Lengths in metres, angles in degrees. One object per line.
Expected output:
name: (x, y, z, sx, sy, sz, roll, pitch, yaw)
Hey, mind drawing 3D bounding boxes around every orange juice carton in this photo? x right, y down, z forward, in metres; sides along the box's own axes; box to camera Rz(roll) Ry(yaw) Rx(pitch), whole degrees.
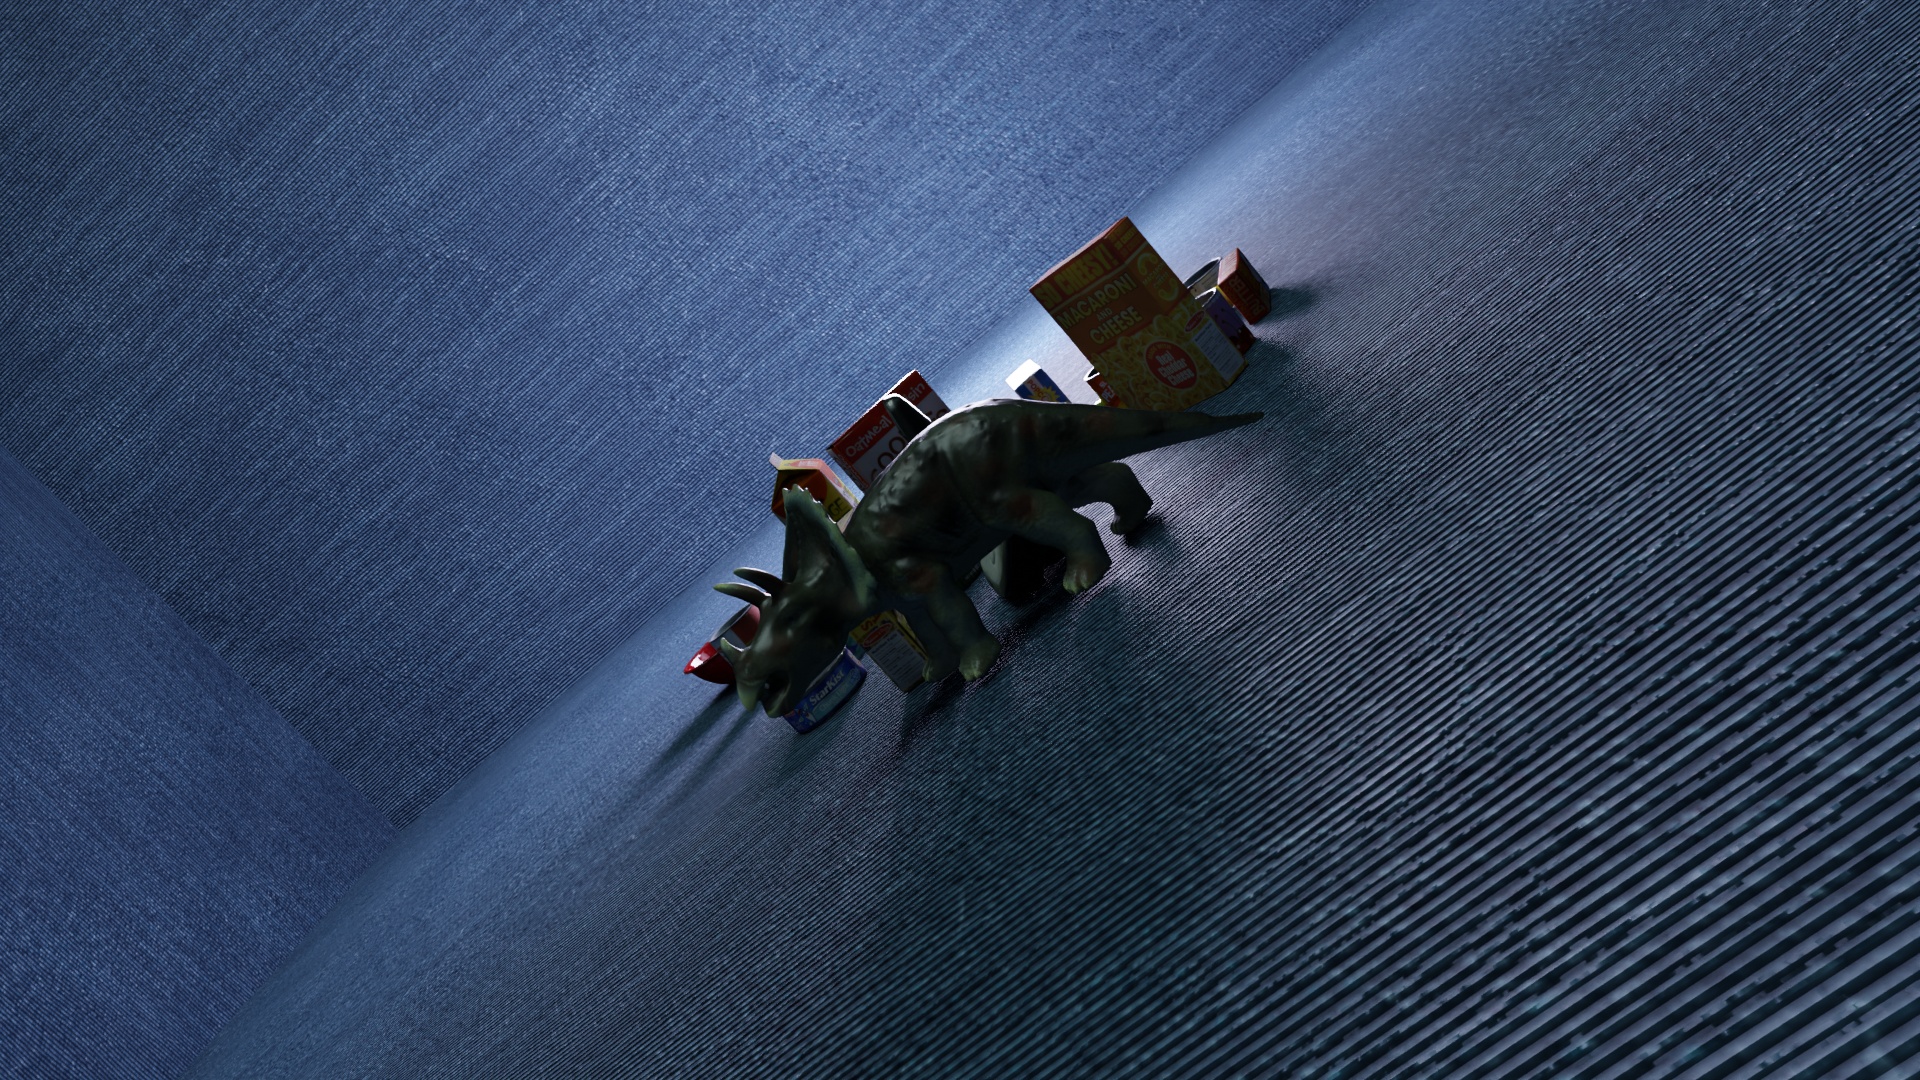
orange juice carton: (-0.146, -0.022, 1.545, 0.073, 0.192, 0.072, -41, 10, 5)

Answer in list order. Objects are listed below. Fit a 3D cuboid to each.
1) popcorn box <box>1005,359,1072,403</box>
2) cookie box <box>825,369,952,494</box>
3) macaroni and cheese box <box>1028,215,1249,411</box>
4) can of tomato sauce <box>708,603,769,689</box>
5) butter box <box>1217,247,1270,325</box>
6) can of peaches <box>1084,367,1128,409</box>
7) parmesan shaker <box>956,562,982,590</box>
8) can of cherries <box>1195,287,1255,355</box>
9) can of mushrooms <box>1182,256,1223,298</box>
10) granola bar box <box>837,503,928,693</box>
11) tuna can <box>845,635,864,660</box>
popcorn box: (0.094, -0.148, 1.497, 0.038, 0.085, 0.127, -40, 10, 6)
cookie box: (-0.039, -0.075, 1.442, 0.123, 0.167, 0.040, -45, 10, -18)
macaroni and cheese box: (0.154, -0.188, 1.214, 0.040, 0.166, 0.123, -47, 12, -29)
can of tomato sauce: (-0.230, 0.120, 1.566, 0.071, 0.083, 0.071, -40, 10, 9)
butter box: (0.273, -0.245, 1.334, 0.024, 0.053, 0.104, -37, 11, 24)
can of peaches: (0.163, -0.155, 1.347, 0.071, 0.058, 0.071, -40, 10, 9)
parmesan shaker: (-0.033, 0.003, 1.280, 0.071, 0.103, 0.071, -40, 10, 9)
can of cherries: (0.224, -0.186, 1.255, 0.071, 0.058, 0.071, -40, 10, 9)
can of mushrooms: (0.273, -0.283, 1.547, 0.071, 0.033, 0.071, -40, 10, 9)
granola bar box: (-0.064, 0.043, 1.167, 0.039, 0.124, 0.166, -39, 10, 14)
tuna can: (-0.127, 0.114, 1.356, 0.071, 0.033, 0.071, -40, 10, 9)
